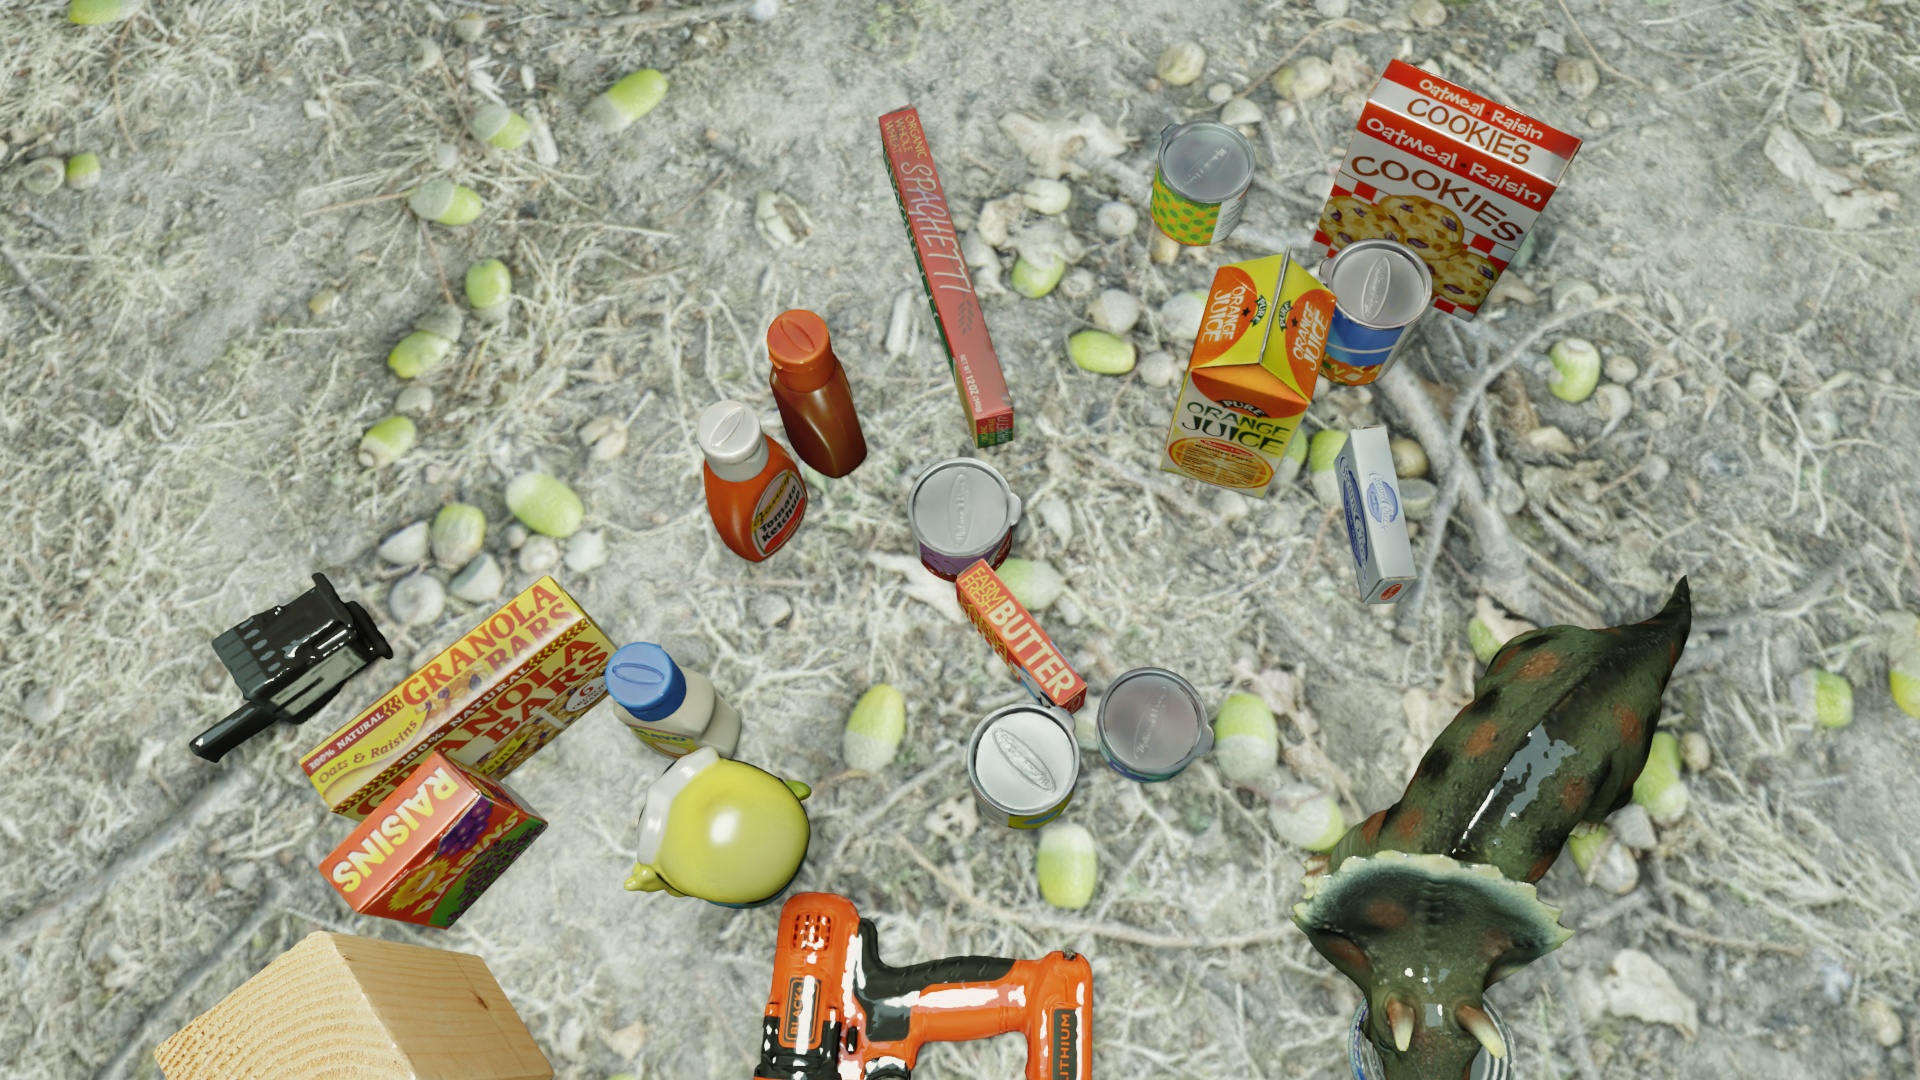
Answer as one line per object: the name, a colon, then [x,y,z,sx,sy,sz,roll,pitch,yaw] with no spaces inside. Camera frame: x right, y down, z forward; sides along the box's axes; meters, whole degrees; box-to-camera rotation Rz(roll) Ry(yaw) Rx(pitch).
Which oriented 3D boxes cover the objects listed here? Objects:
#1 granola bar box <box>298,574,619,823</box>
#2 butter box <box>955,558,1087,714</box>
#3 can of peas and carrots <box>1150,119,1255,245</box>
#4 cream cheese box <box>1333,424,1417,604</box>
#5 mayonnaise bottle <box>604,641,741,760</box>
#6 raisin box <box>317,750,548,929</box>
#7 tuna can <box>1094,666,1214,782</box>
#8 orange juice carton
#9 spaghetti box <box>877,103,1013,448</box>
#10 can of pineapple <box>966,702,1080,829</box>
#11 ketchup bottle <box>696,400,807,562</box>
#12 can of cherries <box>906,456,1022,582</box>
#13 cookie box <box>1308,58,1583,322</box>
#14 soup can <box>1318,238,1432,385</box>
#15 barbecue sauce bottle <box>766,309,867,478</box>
granola bar box: [-0.280,0.100,0.812,0.166,0.123,0.039,-39,74,-12]
butter box: [0.036,0.063,0.856,0.024,0.053,0.103,-36,73,-11]
can of peas and carrots: [0.165,-0.249,0.966,0.071,0.058,0.071,0,70,1]
cream cheese box: [0.262,-0.016,0.880,0.024,0.053,0.104,-5,70,0]
mayonnaise bottle: [-0.168,0.095,0.799,0.065,0.147,0.041,10,71,5]
raisin box: [-0.294,0.173,0.786,0.040,0.123,0.086,41,76,14]
tuna can: [0.118,0.114,0.846,0.071,0.032,0.071,0,70,1]
orange juice carton: [0.173,-0.100,0.839,0.073,0.192,0.072,17,71,7]
spaghetti box: [-0.011,-0.183,0.950,0.029,0.050,0.251,-16,70,-4]
can of pineapple: [0.039,0.134,0.827,0.071,0.057,0.071,0,70,1]
ketchup bottle: [-0.130,-0.038,0.847,0.043,0.148,0.065,32,74,12]
can of cherries: [0.003,-0.011,0.882,0.071,0.058,0.072,0,70,1]
cookie box: [0.305,-0.221,0.895,0.123,0.167,0.040,28,73,11]
soup can: [0.263,-0.149,0.913,0.071,0.083,0.071,0,70,1]
barbecue sauce bottle: [-0.092,-0.092,0.866,0.044,0.148,0.065,-40,74,-12]
